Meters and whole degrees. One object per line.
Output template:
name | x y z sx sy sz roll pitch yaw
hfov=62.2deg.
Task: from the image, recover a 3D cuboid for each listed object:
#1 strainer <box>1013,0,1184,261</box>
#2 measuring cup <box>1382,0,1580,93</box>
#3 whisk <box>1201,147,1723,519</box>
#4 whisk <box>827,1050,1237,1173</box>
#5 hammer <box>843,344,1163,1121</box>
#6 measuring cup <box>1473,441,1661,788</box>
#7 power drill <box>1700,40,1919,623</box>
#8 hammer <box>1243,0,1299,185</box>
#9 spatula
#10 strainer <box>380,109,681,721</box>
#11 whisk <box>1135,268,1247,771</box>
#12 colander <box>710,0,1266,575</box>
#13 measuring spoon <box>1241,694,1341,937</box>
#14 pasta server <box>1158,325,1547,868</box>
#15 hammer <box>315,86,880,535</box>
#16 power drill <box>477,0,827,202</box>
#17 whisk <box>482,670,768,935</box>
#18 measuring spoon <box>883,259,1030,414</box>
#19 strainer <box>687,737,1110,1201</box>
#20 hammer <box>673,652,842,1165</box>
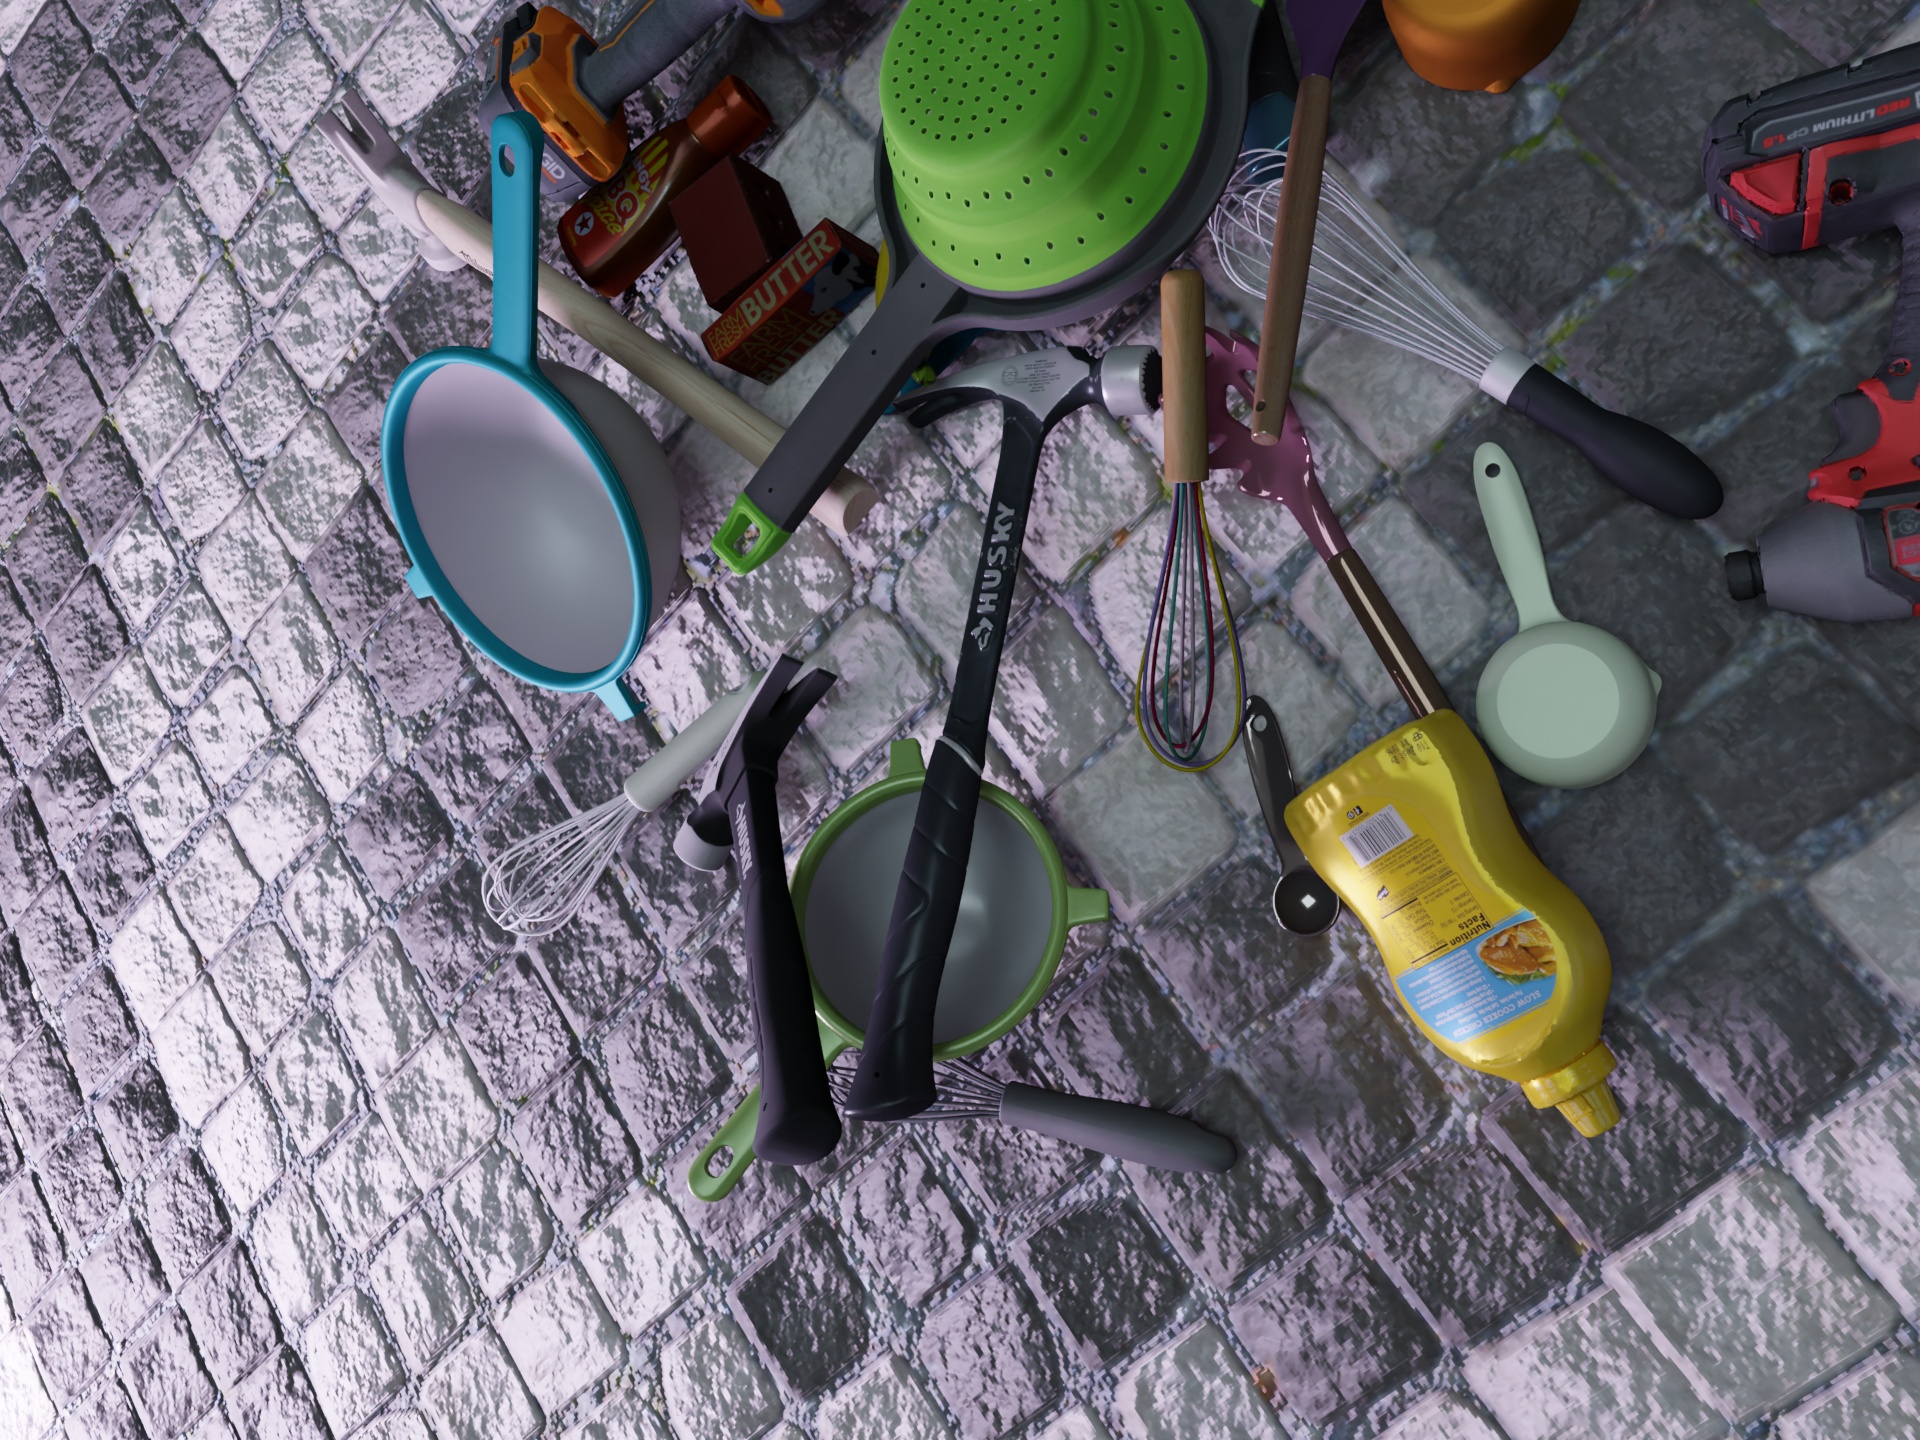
strainer | 0.067 -0.358 0.845 0.087 0.050 0.258 -28 80 41
measuring cup | 0.278 -0.356 0.725 0.173 0.052 0.095 -11 82 29
whisk | 0.228 -0.178 0.743 0.285 0.070 0.070 40 105 19
whisk | 0.027 0.200 0.828 0.239 0.055 0.055 8 91 23
hammer | -0.001 -0.003 0.806 0.149 0.036 0.409 4 74 29
measuring cup | 0.260 -0.051 0.723 0.083 0.038 0.168 -18 81 25
power drill | 0.377 -0.150 0.651 0.143 0.078 0.220 -11 85 27
hammer | 0.127 -0.434 0.822 0.128 0.033 0.331 -18 79 25
spatula | 0.163 -0.273 0.736 0.060 0.018 0.316 -3 70 45
strainer | -0.225 -0.179 0.903 0.211 0.095 0.340 29 130 21
whisk | 0.108 -0.095 0.780 0.047 0.051 0.245 6 101 47
colander | -0.022 -0.240 0.790 0.205 0.094 0.397 46 104 27
measuring spoon | 0.162 0.046 0.785 0.034 0.018 0.124 -22 70 31
pasta server | 0.191 -0.055 0.761 0.060 0.040 0.316 -40 70 39
hammer | -0.213 -0.235 0.939 0.411 0.146 0.038 36 82 20
power drill | -0.173 -0.423 0.937 0.226 0.084 0.164 -29 44 20
whisk | -0.198 0.051 0.957 0.246 0.058 0.059 -39 104 17
measuring spoon | 0.002 -0.208 0.885 0.128 0.021 0.042 -35 61 31
strainer | -0.045 0.147 0.829 0.152 0.069 0.256 37 85 24
hammer | -0.092 0.090 0.781 0.146 0.035 0.335 -59 23 19
